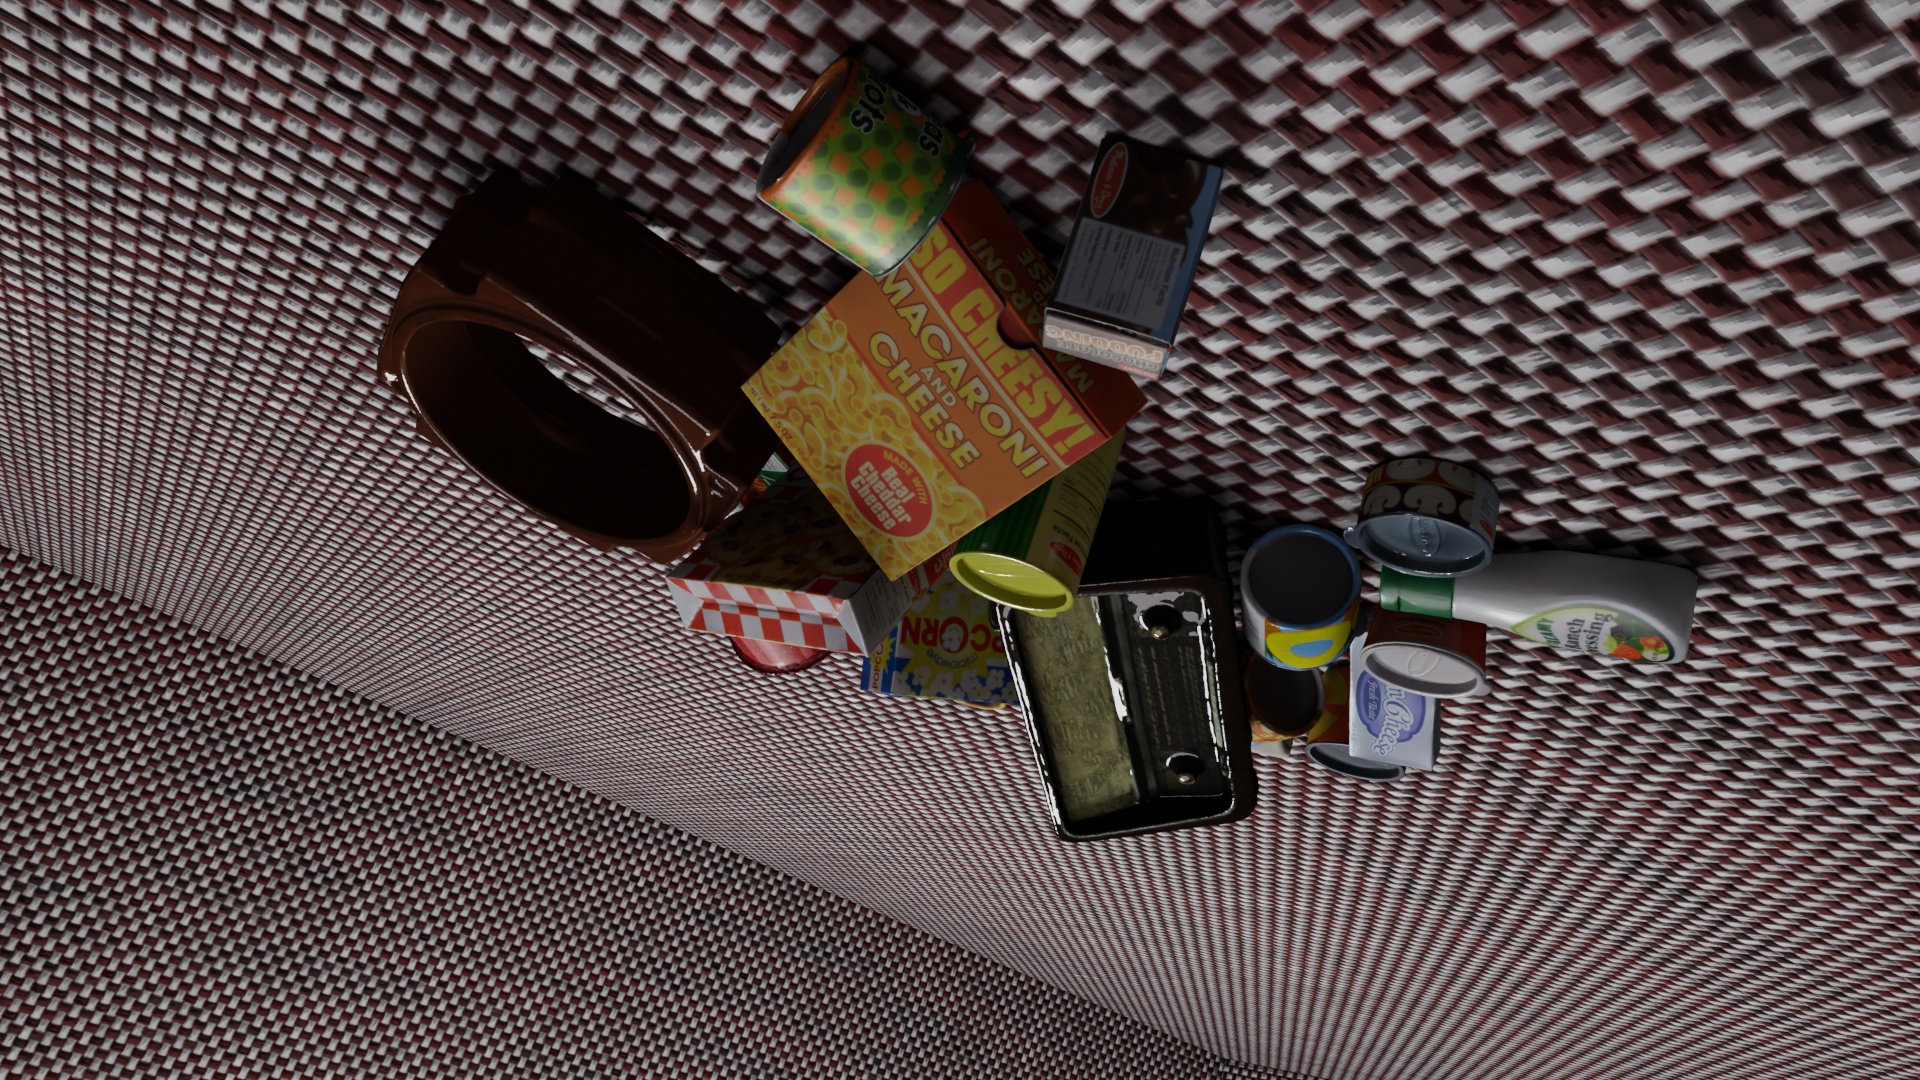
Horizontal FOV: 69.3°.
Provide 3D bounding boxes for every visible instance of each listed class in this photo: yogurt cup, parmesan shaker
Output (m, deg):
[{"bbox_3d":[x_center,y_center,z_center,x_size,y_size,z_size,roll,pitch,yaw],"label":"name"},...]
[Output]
[{"bbox_3d":[0.262,0.050,0.778,0.072,0.054,0.072,16,157,7],"label":"yogurt cup"},{"bbox_3d":[0.043,-0.021,0.725,0.071,0.103,0.071,17,157,7],"label":"parmesan shaker"}]

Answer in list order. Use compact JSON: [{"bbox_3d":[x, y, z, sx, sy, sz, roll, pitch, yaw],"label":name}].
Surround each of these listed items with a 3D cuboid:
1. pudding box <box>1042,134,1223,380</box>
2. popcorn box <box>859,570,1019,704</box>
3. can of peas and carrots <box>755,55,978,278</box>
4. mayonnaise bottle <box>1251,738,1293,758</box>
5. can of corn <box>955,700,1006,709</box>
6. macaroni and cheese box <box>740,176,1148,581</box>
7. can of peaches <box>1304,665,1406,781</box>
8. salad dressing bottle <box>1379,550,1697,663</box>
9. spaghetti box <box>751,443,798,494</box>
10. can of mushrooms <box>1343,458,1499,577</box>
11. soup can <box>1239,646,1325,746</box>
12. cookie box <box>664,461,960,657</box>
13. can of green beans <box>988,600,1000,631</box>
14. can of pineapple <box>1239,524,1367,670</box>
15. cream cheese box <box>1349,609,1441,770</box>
[{"bbox_3d":[0.066,-0.108,0.530,0.050,0.084,0.030,16,160,6],"label":"pudding box"},{"bbox_3d":[0.000,0.064,0.931,0.127,0.085,0.038,9,175,-35],"label":"popcorn box"},{"bbox_3d":[-0.038,-0.149,0.547,0.058,0.071,0.071,31,155,-25],"label":"can of peas and carrots"},{"bbox_3d":[0.175,0.128,1.048,0.148,0.041,0.064,9,156,26],"label":"mayonnaise bottle"},{"bbox_3d":[0.015,0.092,1.070,0.071,0.058,0.071,17,158,7],"label":"can of corn"},{"bbox_3d":[-0.013,-0.066,0.635,0.123,0.040,0.165,52,137,-4],"label":"macaroni and cheese box"},{"bbox_3d":[0.272,0.123,0.933,0.071,0.058,0.071,17,157,7],"label":"can of peaches"},{"bbox_3d":[0.294,0.028,0.715,0.147,0.044,0.064,8,154,25],"label":"salad dressing bottle"},{"bbox_3d":[-0.111,-0.043,0.898,0.050,0.029,0.249,7,155,28],"label":"spaghetti box"},{"bbox_3d":[0.229,-0.011,0.690,0.071,0.033,0.070,16,158,7],"label":"can of mushrooms"},{"bbox_3d":[0.195,0.108,0.945,0.071,0.071,0.083,26,156,-15],"label":"soup can"},{"bbox_3d":[-0.060,-0.005,0.768,0.123,0.168,0.040,5,125,32],"label":"cookie box"},{"bbox_3d":[0.058,0.034,0.886,0.058,0.071,0.071,19,158,-16],"label":"can of green beans"},{"bbox_3d":[0.192,0.031,0.778,0.071,0.071,0.057,12,156,18],"label":"can of pineapple"},{"bbox_3d":[0.267,0.092,0.852,0.053,0.024,0.103,7,126,25],"label":"cream cheese box"}]
